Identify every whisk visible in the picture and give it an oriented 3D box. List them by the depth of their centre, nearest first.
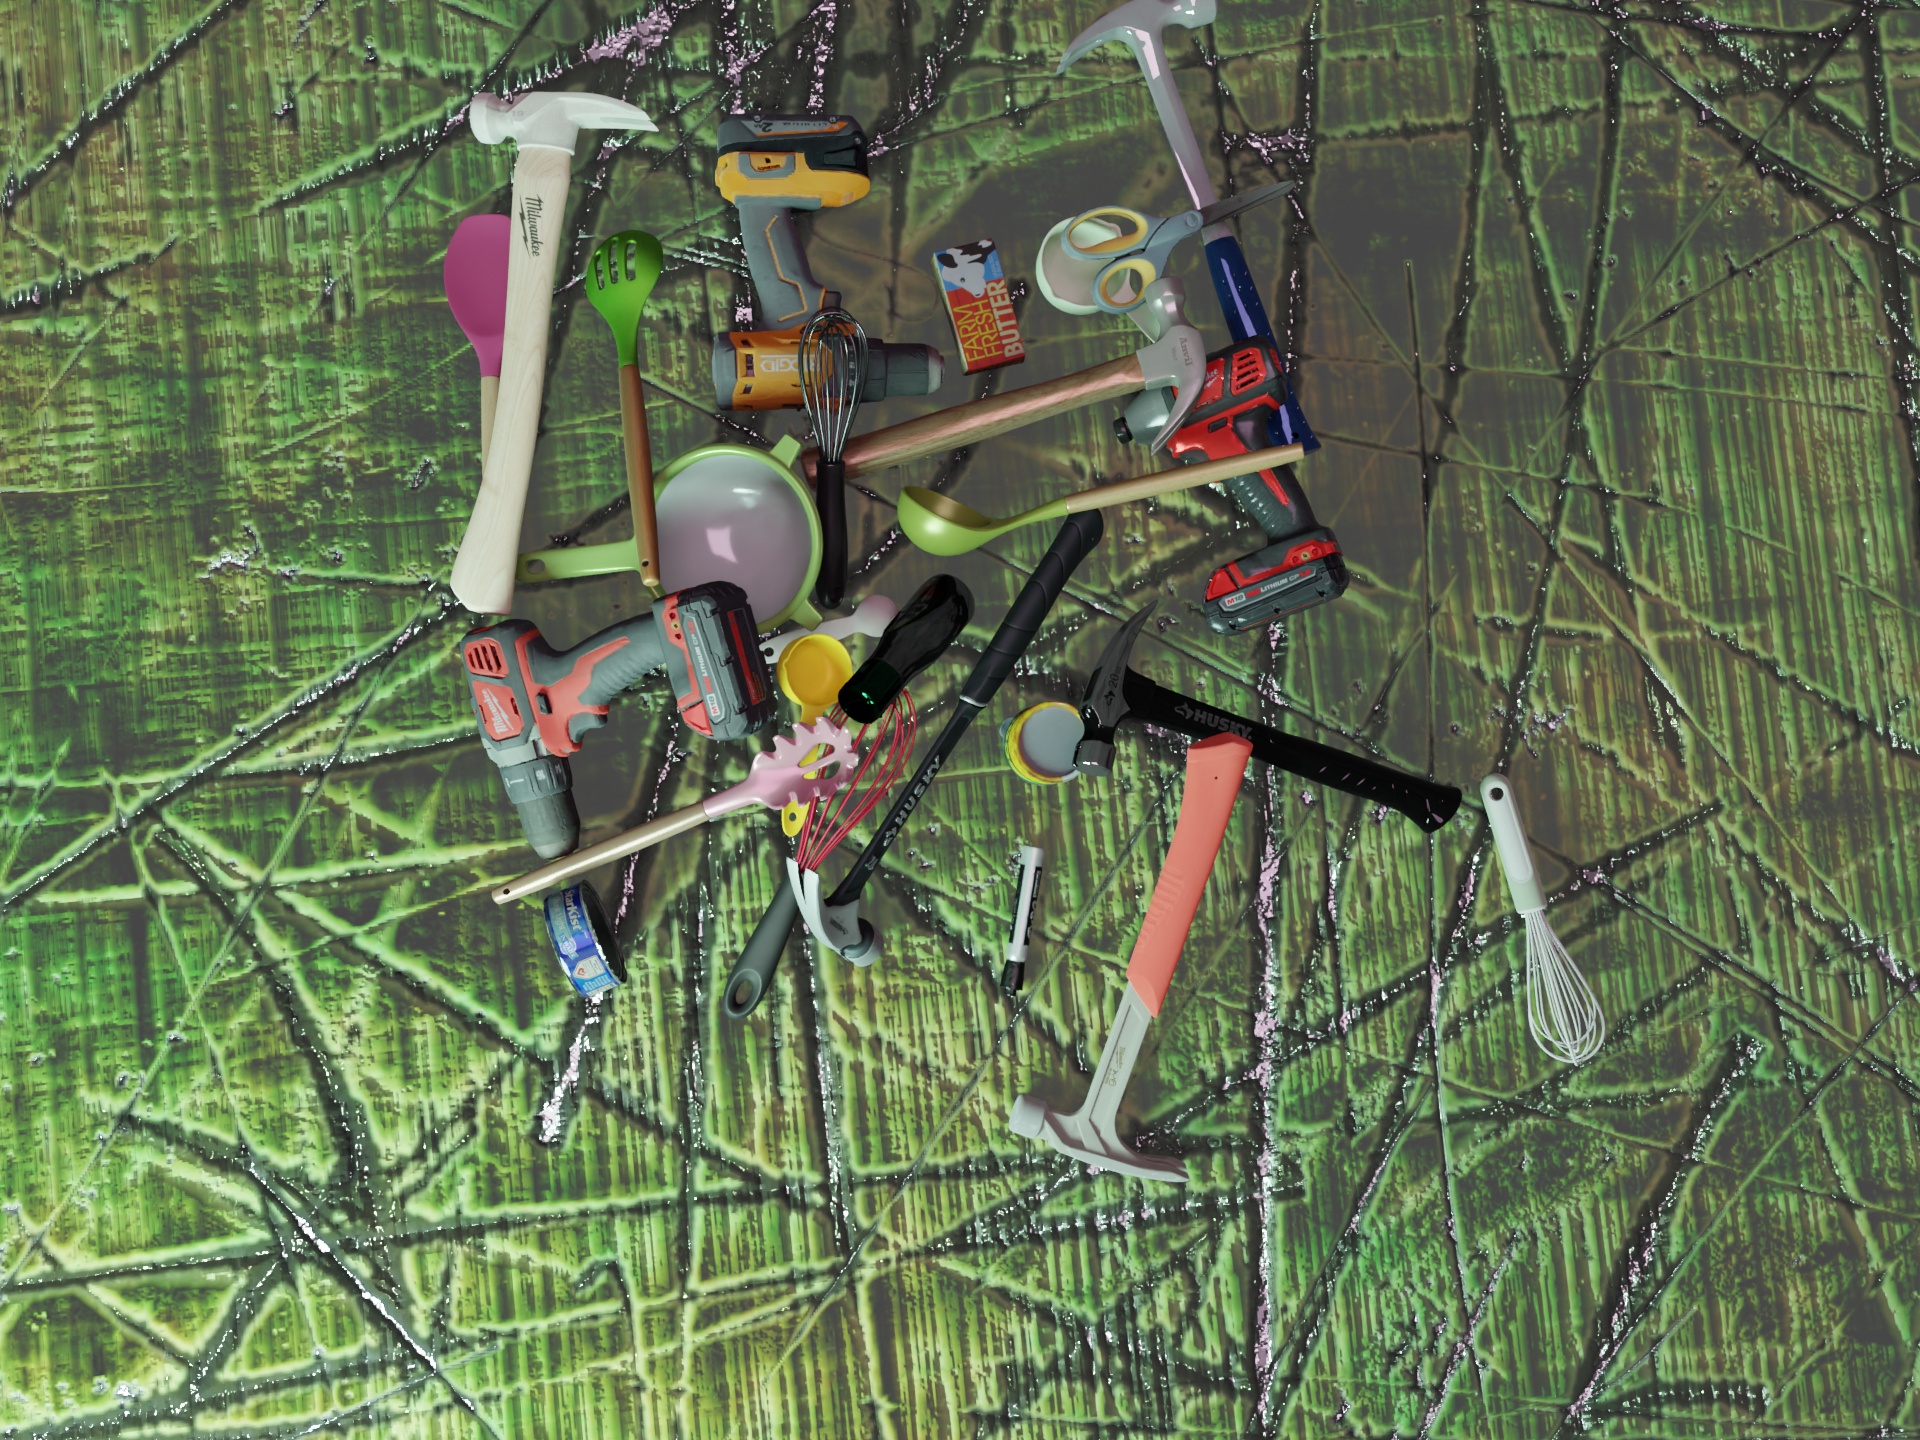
[{"bbox_3d":[-0.100,-0.201,1.244,0.055,0.055,0.238,0,112,-6],"label":"whisk"},{"bbox_3d":[-0.116,0.102,1.253,0.073,0.073,0.296,26,90,-3],"label":"whisk"},{"bbox_3d":[0.473,0.163,1.311,0.058,0.059,0.246,-17,83,21],"label":"whisk"}]

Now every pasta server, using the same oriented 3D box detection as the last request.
[{"bbox_3d":[-0.217,0.076,1.197,0.316,0.040,0.060,-22,82,10],"label":"pasta server"}]

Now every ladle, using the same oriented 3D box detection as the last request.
[{"bbox_3d":[0.107,-0.187,1.247,0.320,0.078,0.062,-12,106,10],"label":"ladle"}]

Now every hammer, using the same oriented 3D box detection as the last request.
[{"bbox_3d":[-0.331,-0.285,1.236,0.146,0.038,0.411,6,87,11],"label":"hammer"},{"bbox_3d":[0.162,0.183,1.237,0.149,0.037,0.359,18,101,-3],"label":"hammer"},{"bbox_3d":[-0.002,-0.004,1.248,0.036,0.149,0.409,25,76,29],"label":"hammer"},{"bbox_3d":[0.034,-0.242,1.264,0.331,0.031,0.130,-16,80,7],"label":"hammer"},{"bbox_3d":[0.256,0.017,1.278,0.334,0.035,0.146,18,73,-14],"label":"hammer"},{"bbox_3d":[0.206,-0.408,1.326,0.144,0.035,0.405,-19,88,-7],"label":"hammer"}]

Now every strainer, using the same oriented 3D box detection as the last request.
[{"bbox_3d":[-0.226,-0.136,1.261,0.256,0.069,0.151,-6,97,12],"label":"strainer"}]

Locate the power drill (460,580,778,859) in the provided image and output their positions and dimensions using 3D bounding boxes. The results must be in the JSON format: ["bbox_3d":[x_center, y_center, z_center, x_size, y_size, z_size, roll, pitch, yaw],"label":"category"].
[{"bbox_3d":[-0.260,-0.002,1.212,0.226,0.080,0.188,-13,96,13],"label":"power drill"}]

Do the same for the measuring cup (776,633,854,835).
[{"bbox_3d":[-0.122,0.010,1.223,0.062,0.029,0.156,11,88,-30],"label":"measuring cup"}]

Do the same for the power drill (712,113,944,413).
[{"bbox_3d":[-0.108,-0.360,1.273,0.185,0.084,0.226,-2,90,-8],"label":"power drill"}]

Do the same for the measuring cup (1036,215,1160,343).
[{"bbox_3d":[0.133,-0.343,1.316,0.167,0.038,0.083,41,82,-6],"label":"measuring cup"}]

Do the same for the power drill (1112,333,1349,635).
[{"bbox_3d":[0.217,-0.185,1.281,0.143,0.078,0.220,-20,85,18],"label":"power drill"}]

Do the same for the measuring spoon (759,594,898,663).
[{"bbox_3d":[-0.109,-0.071,1.282,0.124,0.018,0.034,-19,89,-6],"label":"measuring spoon"}]

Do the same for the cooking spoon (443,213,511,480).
[{"bbox_3d":[-0.374,-0.248,1.268,0.068,0.017,0.319,-2,86,-1],"label":"cooking spoon"}]

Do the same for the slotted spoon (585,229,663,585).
[{"bbox_3d":[-0.253,-0.250,1.232,0.070,0.031,0.314,-14,72,15],"label":"slotted spoon"}]
